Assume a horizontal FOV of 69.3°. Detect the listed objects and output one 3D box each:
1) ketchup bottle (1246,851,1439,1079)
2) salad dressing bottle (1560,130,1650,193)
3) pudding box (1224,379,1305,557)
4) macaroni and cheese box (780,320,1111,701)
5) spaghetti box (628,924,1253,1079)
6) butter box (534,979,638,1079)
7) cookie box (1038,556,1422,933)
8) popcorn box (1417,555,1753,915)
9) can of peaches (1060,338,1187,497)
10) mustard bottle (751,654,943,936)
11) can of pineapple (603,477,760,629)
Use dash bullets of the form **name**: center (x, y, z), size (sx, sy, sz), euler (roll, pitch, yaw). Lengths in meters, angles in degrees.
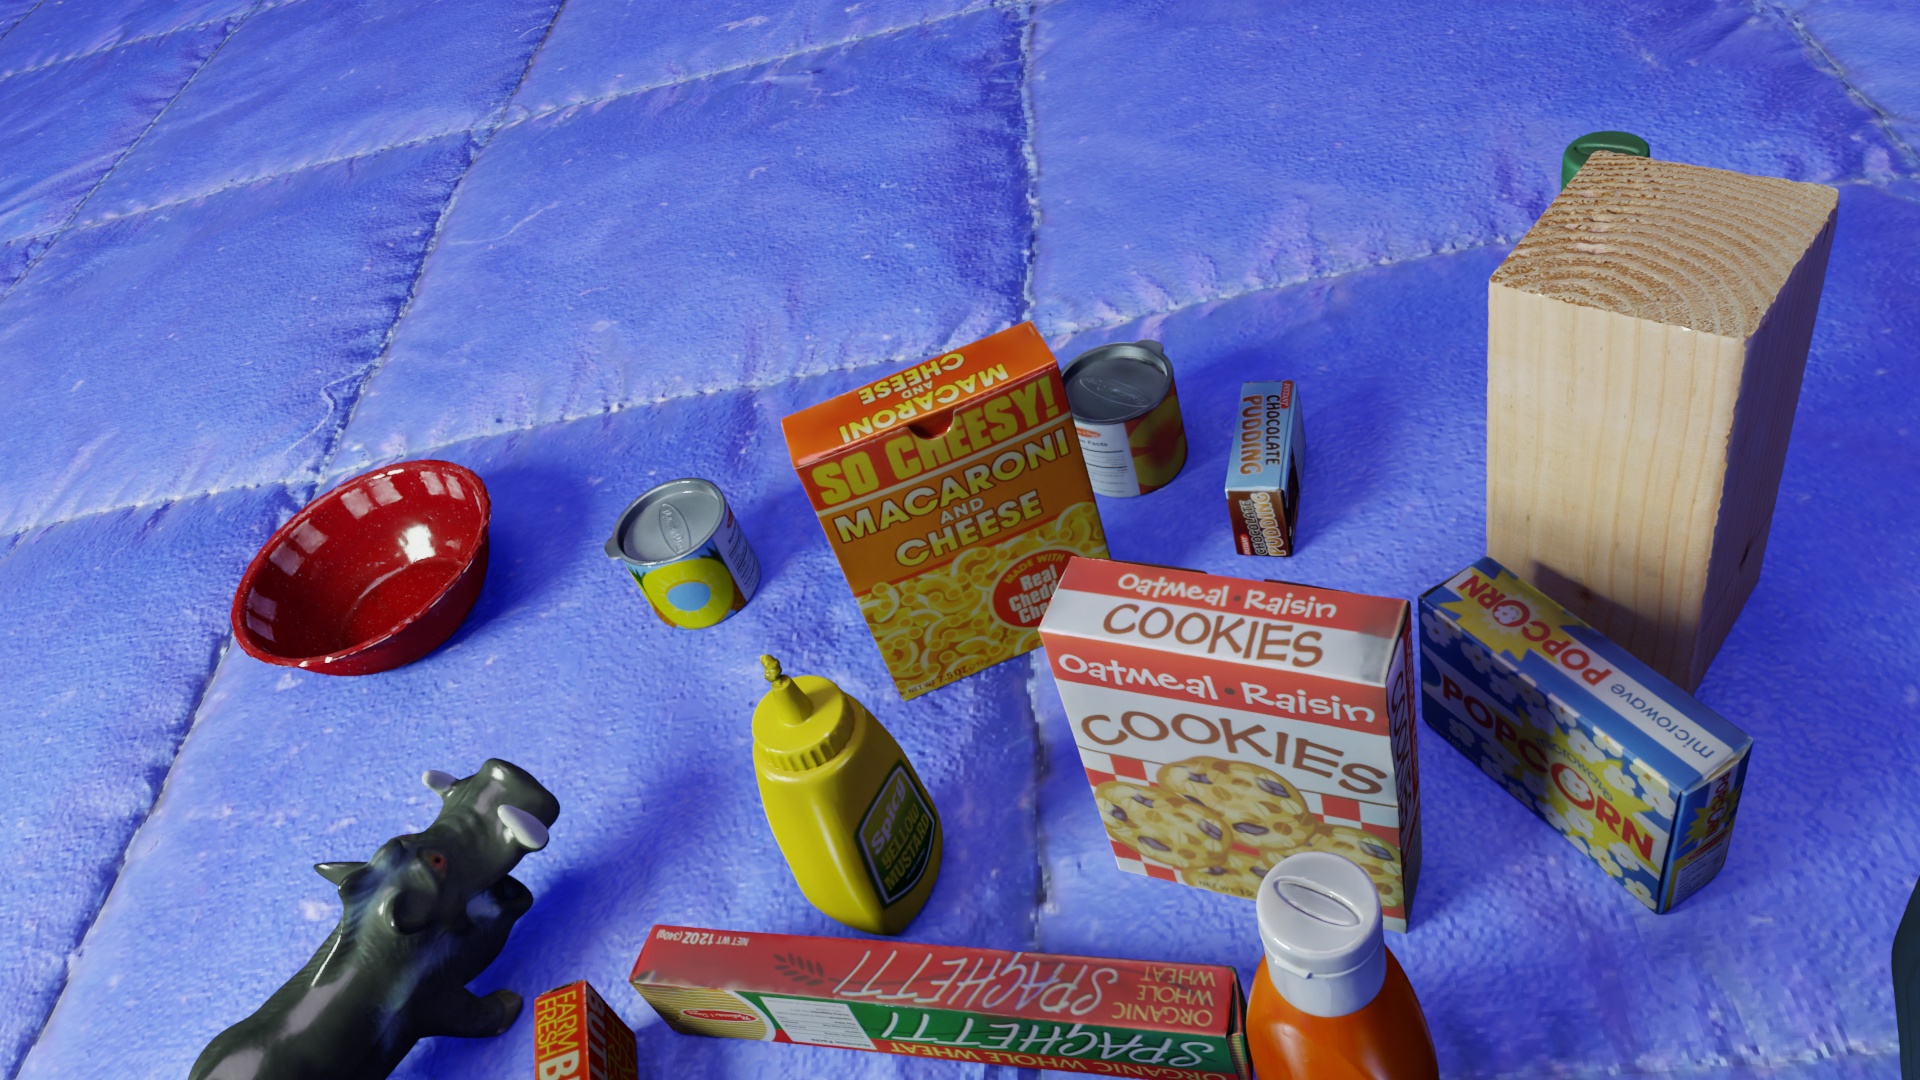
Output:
- **ketchup bottle**: center (0.124, 0.158, 0.461), size (0.065, 0.148, 0.044), euler (19, 56, 34)
- **salad dressing bottle**: center (0.310, -0.126, 0.676), size (0.064, 0.147, 0.044), euler (18, 55, 33)
- **pudding box**: center (0.158, -0.038, 0.715), size (0.030, 0.049, 0.084), euler (0, 47, 20)
- **macaroni and cheese box**: center (0.002, -0.008, 0.657), size (0.124, 0.165, 0.040), euler (-22, 43, -2)
- **spaghetti box**: center (-0.010, 0.185, 0.554), size (0.250, 0.050, 0.029), euler (-2, 47, 19)
- **butter box**: center (-0.147, 0.234, 0.553), size (0.024, 0.053, 0.104), euler (-20, 43, 0)
- **cookie box**: center (0.109, 0.080, 0.531), size (0.123, 0.166, 0.040), euler (7, 50, 26)
- **popcorn box**: center (0.240, 0.075, 0.547), size (0.038, 0.084, 0.127), euler (-32, 45, -12)
- **can of peaches**: center (0.090, -0.067, 0.762), size (0.071, 0.057, 0.071), euler (-10, 44, 10)
- **mustard bottle**: center (-0.051, 0.102, 0.572), size (0.049, 0.159, 0.065), euler (10, 51, 29)
- **can of pineapple**: center (-0.154, 0.008, 0.777), size (0.071, 0.057, 0.071), euler (-10, 44, 10)
